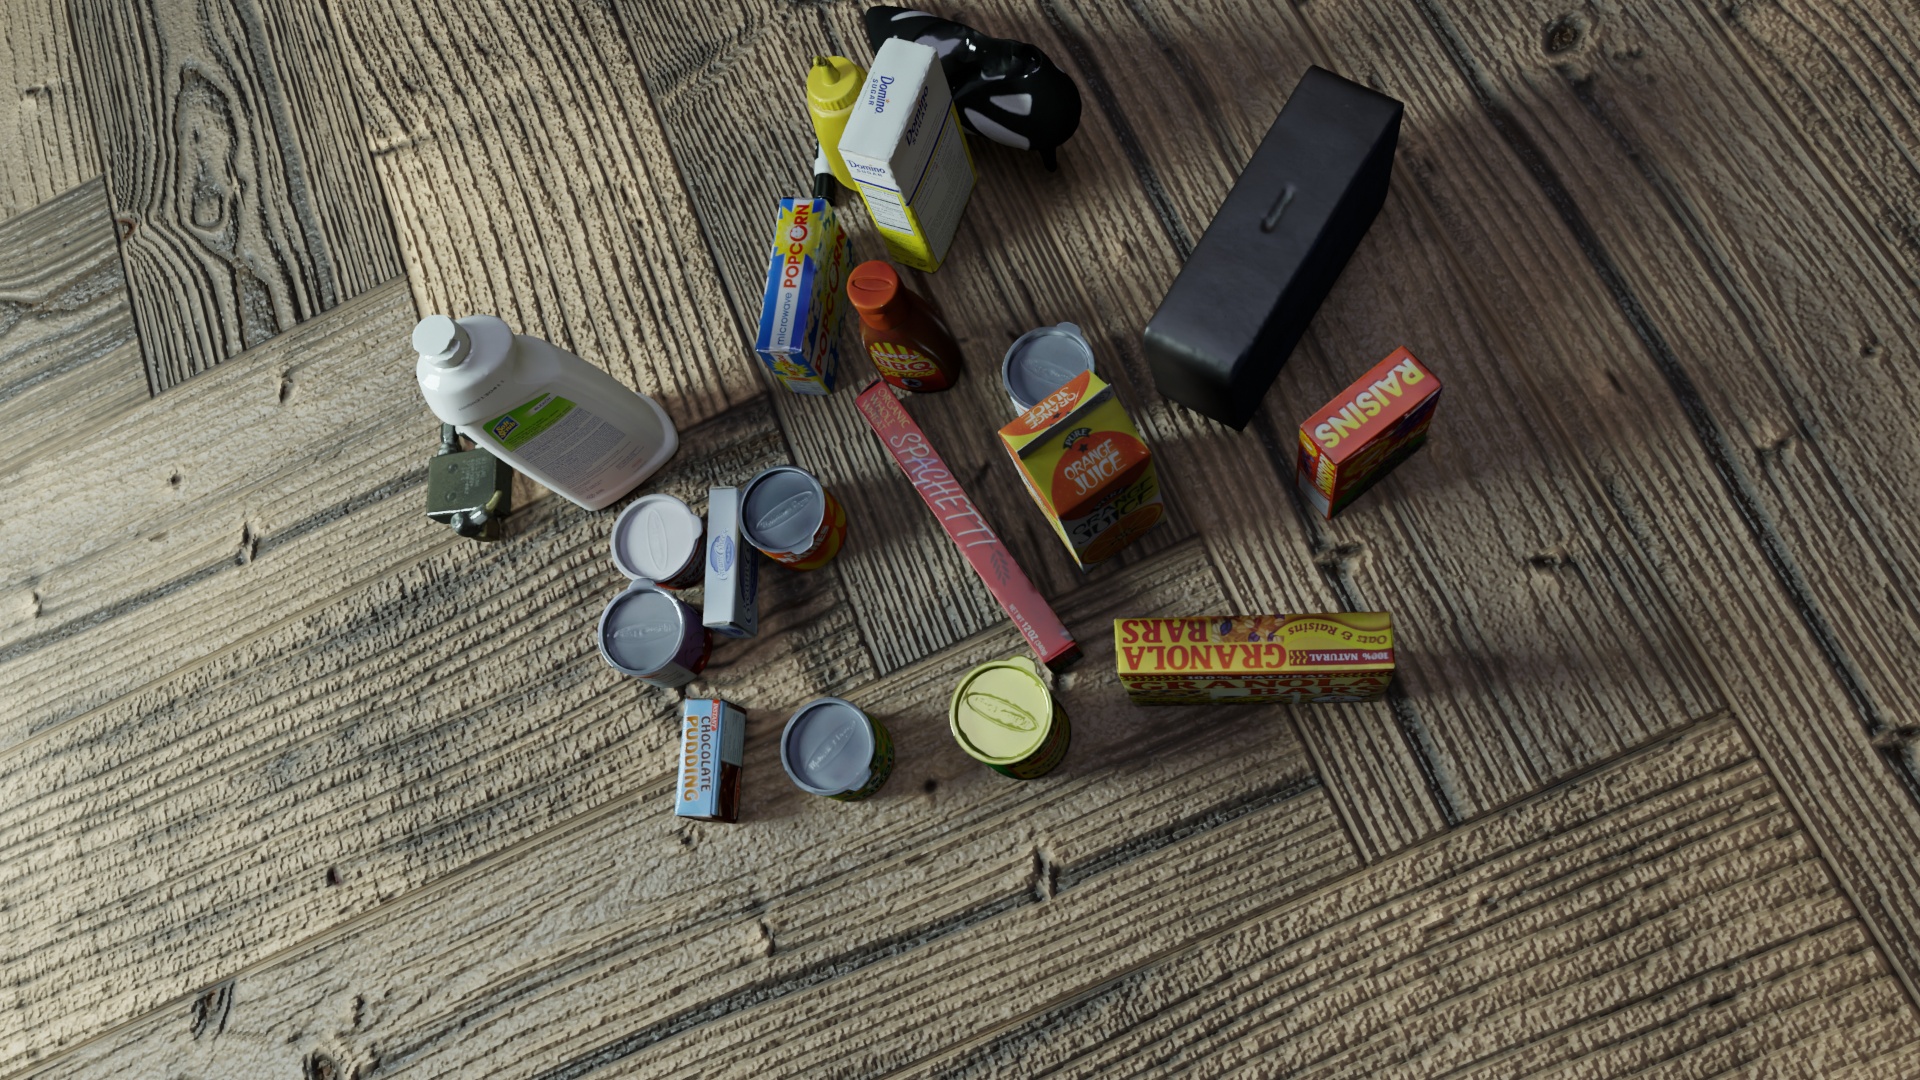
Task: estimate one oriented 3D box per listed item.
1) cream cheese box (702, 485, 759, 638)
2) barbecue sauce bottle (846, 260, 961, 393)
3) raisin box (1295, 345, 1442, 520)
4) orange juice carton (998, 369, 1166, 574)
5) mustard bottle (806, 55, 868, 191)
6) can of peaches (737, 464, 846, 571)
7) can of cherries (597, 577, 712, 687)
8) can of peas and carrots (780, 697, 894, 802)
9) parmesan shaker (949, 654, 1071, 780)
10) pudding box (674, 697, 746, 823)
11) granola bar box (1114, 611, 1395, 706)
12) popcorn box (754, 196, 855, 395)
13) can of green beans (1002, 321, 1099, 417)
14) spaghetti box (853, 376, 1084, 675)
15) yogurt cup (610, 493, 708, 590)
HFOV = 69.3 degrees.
[{"bbox_3d":[-0.167,0.017,1.020,0.024,0.053,0.104,-4,73,11],"label":"cream cheese box"},{"bbox_3d":[-0.044,-0.152,0.993,0.065,0.148,0.044,7,76,14],"label":"barbecue sauce bottle"},{"bbox_3d":[0.266,-0.068,0.917,0.086,0.123,0.040,-37,70,0],"label":"raisin box"},{"bbox_3d":[0.081,-0.047,0.913,0.072,0.192,0.073,-34,70,1],"label":"orange juice carton"},{"bbox_3d":[-0.081,-0.320,1.045,0.065,0.160,0.049,-8,73,10],"label":"mustard bottle"},{"bbox_3d":[-0.121,-0.013,1.017,0.071,0.058,0.071,-3,73,11],"label":"can of peaches"},{"bbox_3d":[-0.221,0.068,1.013,0.071,0.058,0.071,-3,73,11],"label":"can of cherries"},{"bbox_3d":[-0.082,0.147,0.961,0.071,0.058,0.071,-3,73,11],"label":"can of peas and carrots"},{"bbox_3d":[0.037,0.119,0.920,0.071,0.103,0.071,-3,74,11],"label":"parmesan shaker"},{"bbox_3d":[-0.176,0.156,0.983,0.030,0.049,0.084,-2,74,12],"label":"pudding box"},{"bbox_3d":[0.187,0.079,0.889,0.165,0.124,0.039,-2,74,11],"label":"granola bar box"},{"bbox_3d":[-0.116,-0.184,1.052,0.038,0.085,0.127,4,75,13],"label":"popcorn box"},{"bbox_3d":[0.068,-0.114,1.007,0.071,0.057,0.071,-3,73,11],"label":"can of green beans"},{"bbox_3d":[0.004,-0.012,0.994,0.029,0.050,0.250,-36,70,0],"label":"spaghetti box"},{"bbox_3d":[-0.218,0.005,1.034,0.072,0.054,0.072,-3,73,11],"label":"yogurt cup"}]
